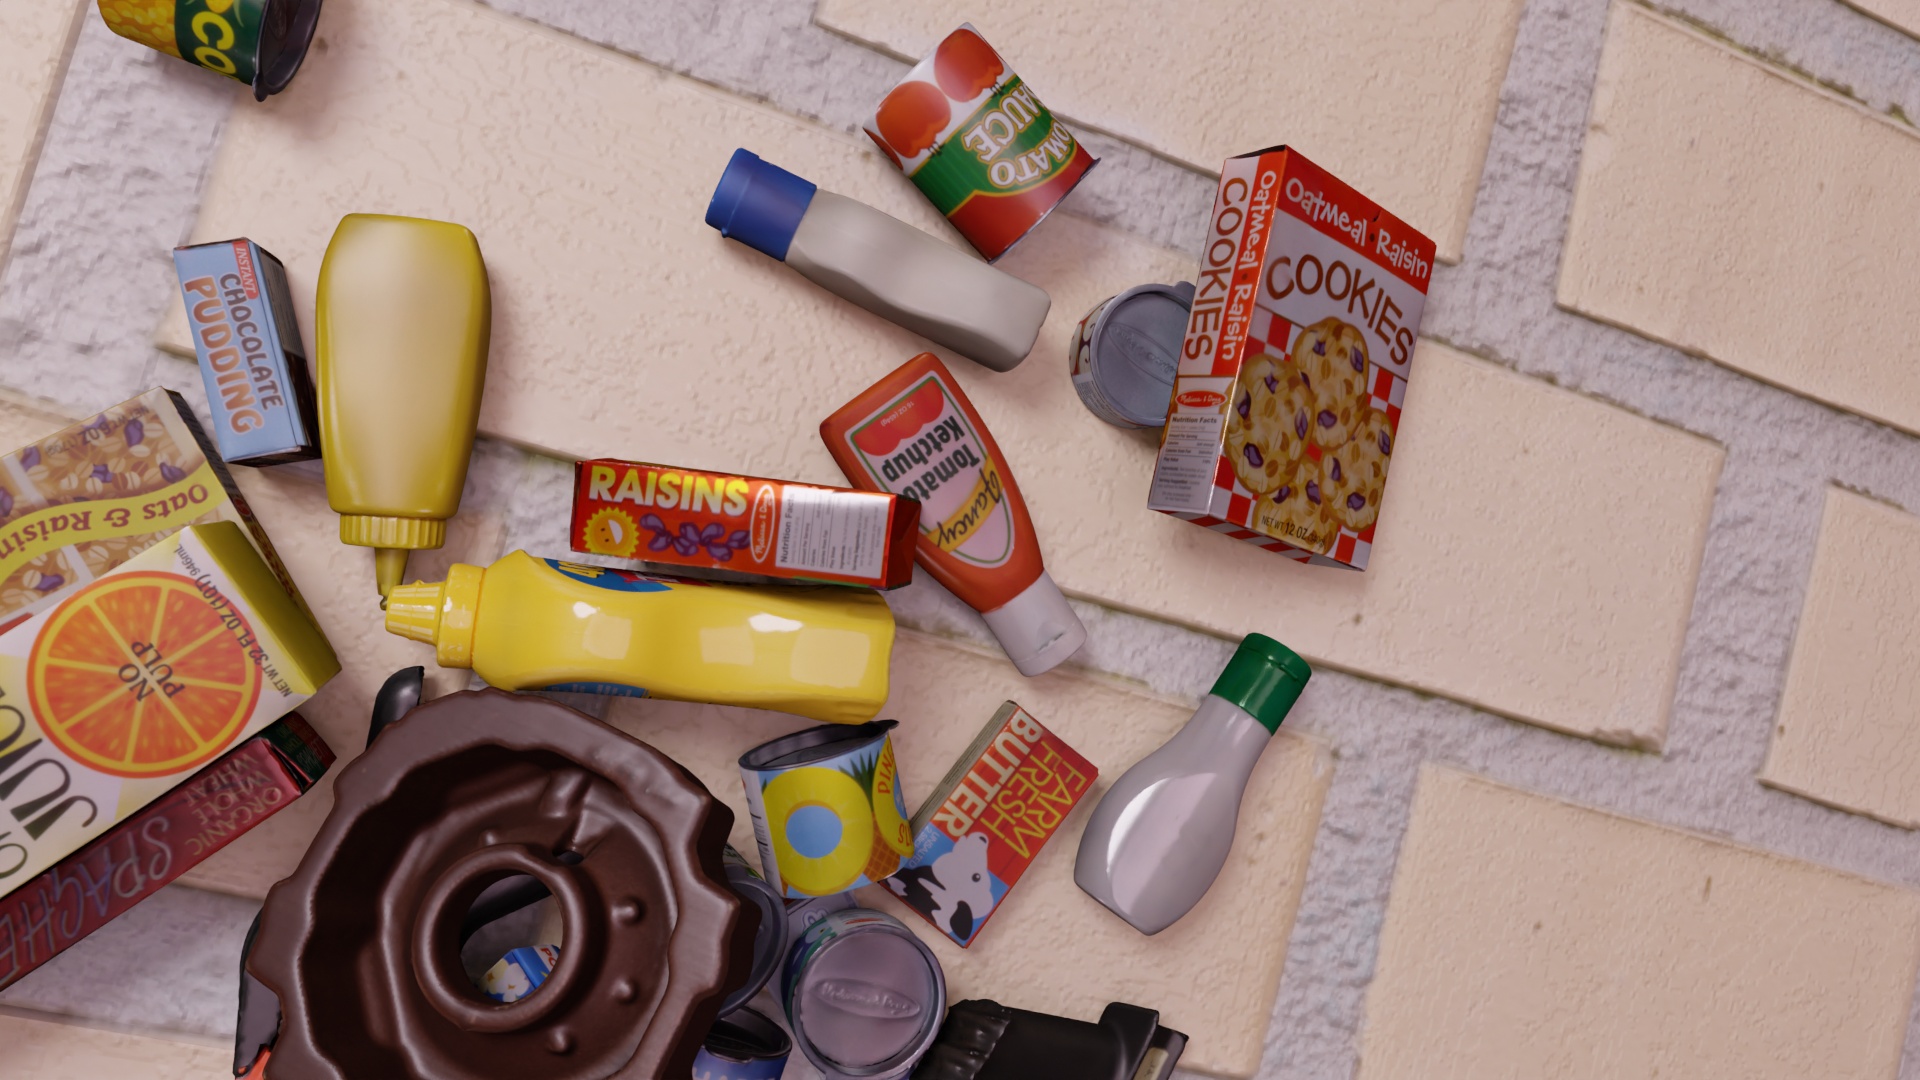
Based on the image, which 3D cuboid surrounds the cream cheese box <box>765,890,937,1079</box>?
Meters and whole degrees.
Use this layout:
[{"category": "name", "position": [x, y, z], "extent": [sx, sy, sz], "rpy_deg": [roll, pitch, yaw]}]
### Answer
[{"category": "cream cheese box", "position": [-0.052, 0.203, 0.618], "extent": [0.053, 0.024, 0.103], "rpy_deg": [-30, 98, -13]}]

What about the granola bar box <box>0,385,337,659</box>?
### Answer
[{"category": "granola bar box", "position": [-0.347, 0.033, 0.526], "extent": [0.166, 0.039, 0.124], "rpy_deg": [-29, 99, -14]}]

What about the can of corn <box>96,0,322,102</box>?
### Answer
[{"category": "can of corn", "position": [-0.284, -0.211, 0.530], "extent": [0.058, 0.071, 0.071], "rpy_deg": [19, 85, -14]}]

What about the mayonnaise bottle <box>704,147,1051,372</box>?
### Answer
[{"category": "mayonnaise bottle", "position": [-0.036, -0.121, 0.605], "extent": [0.148, 0.065, 0.041], "rpy_deg": [25, 88, -11]}]

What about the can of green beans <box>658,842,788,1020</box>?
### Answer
[{"category": "can of green beans", "position": [-0.113, 0.155, 0.572], "extent": [0.071, 0.058, 0.071], "rpy_deg": [-14, 114, -32]}]

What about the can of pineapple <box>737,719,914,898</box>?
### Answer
[{"category": "can of pineapple", "position": [-0.055, 0.114, 0.595], "extent": [0.071, 0.071, 0.058], "rpy_deg": [-13, 95, -15]}]

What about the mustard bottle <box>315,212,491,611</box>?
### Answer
[{"category": "mustard bottle", "position": [-0.225, -0.047, 0.556], "extent": [0.065, 0.049, 0.160], "rpy_deg": [4, 89, -16]}]

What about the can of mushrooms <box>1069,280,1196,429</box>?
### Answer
[{"category": "can of mushrooms", "position": [0.088, -0.088, 0.654], "extent": [0.071, 0.033, 0.071], "rpy_deg": [0, 90, -15]}]

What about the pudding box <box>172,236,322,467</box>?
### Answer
[{"category": "pudding box", "position": [-0.275, -0.071, 0.541], "extent": [0.030, 0.049, 0.083], "rpy_deg": [-13, 94, -14]}]

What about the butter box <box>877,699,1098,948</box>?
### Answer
[{"category": "butter box", "position": [0.012, 0.129, 0.636], "extent": [0.053, 0.024, 0.103], "rpy_deg": [41, 79, -11]}]

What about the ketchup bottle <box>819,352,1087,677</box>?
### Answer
[{"category": "ketchup bottle", "position": [0.002, -0.008, 0.624], "extent": [0.065, 0.043, 0.148], "rpy_deg": [-36, 100, -9]}]

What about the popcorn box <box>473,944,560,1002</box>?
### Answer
[{"category": "popcorn box", "position": [-0.189, 0.233, 0.542], "extent": [0.127, 0.038, 0.085], "rpy_deg": [-43, 70, 0]}]

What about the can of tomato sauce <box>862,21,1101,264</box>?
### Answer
[{"category": "can of tomato sauce", "position": [0.009, -0.175, 0.612], "extent": [0.083, 0.071, 0.071], "rpy_deg": [45, 79, -11]}]

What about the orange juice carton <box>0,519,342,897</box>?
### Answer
[{"category": "orange juice carton", "position": [-0.321, 0.074, 0.475], "extent": [0.193, 0.073, 0.071], "rpy_deg": [-35, 101, -13]}]

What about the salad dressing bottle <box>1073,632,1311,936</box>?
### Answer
[{"category": "salad dressing bottle", "position": [0.112, 0.113, 0.656], "extent": [0.064, 0.044, 0.148], "rpy_deg": [39, 79, -11]}]

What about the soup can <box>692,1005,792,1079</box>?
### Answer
[{"category": "soup can", "position": [-0.114, 0.240, 0.576], "extent": [0.071, 0.071, 0.084], "rpy_deg": [20, 85, -15]}]

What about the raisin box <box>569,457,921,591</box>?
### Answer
[{"category": "raisin box", "position": [-0.082, -0.007, 0.559], "extent": [0.123, 0.086, 0.040], "rpy_deg": [6, 91, 5]}]

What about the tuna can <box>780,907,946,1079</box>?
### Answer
[{"category": "tuna can", "position": [-0.042, 0.194, 0.590], "extent": [0.071, 0.033, 0.071], "rpy_deg": [0, 89, -17]}]

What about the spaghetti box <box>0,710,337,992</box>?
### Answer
[{"category": "spaghetti box", "position": [-0.350, 0.147, 0.510], "extent": [0.250, 0.050, 0.028], "rpy_deg": [-34, 100, -9]}]

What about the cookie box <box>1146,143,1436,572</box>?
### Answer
[{"category": "cookie box", "position": [0.159, -0.080, 0.648], "extent": [0.123, 0.040, 0.167], "rpy_deg": [16, 85, -39]}]
